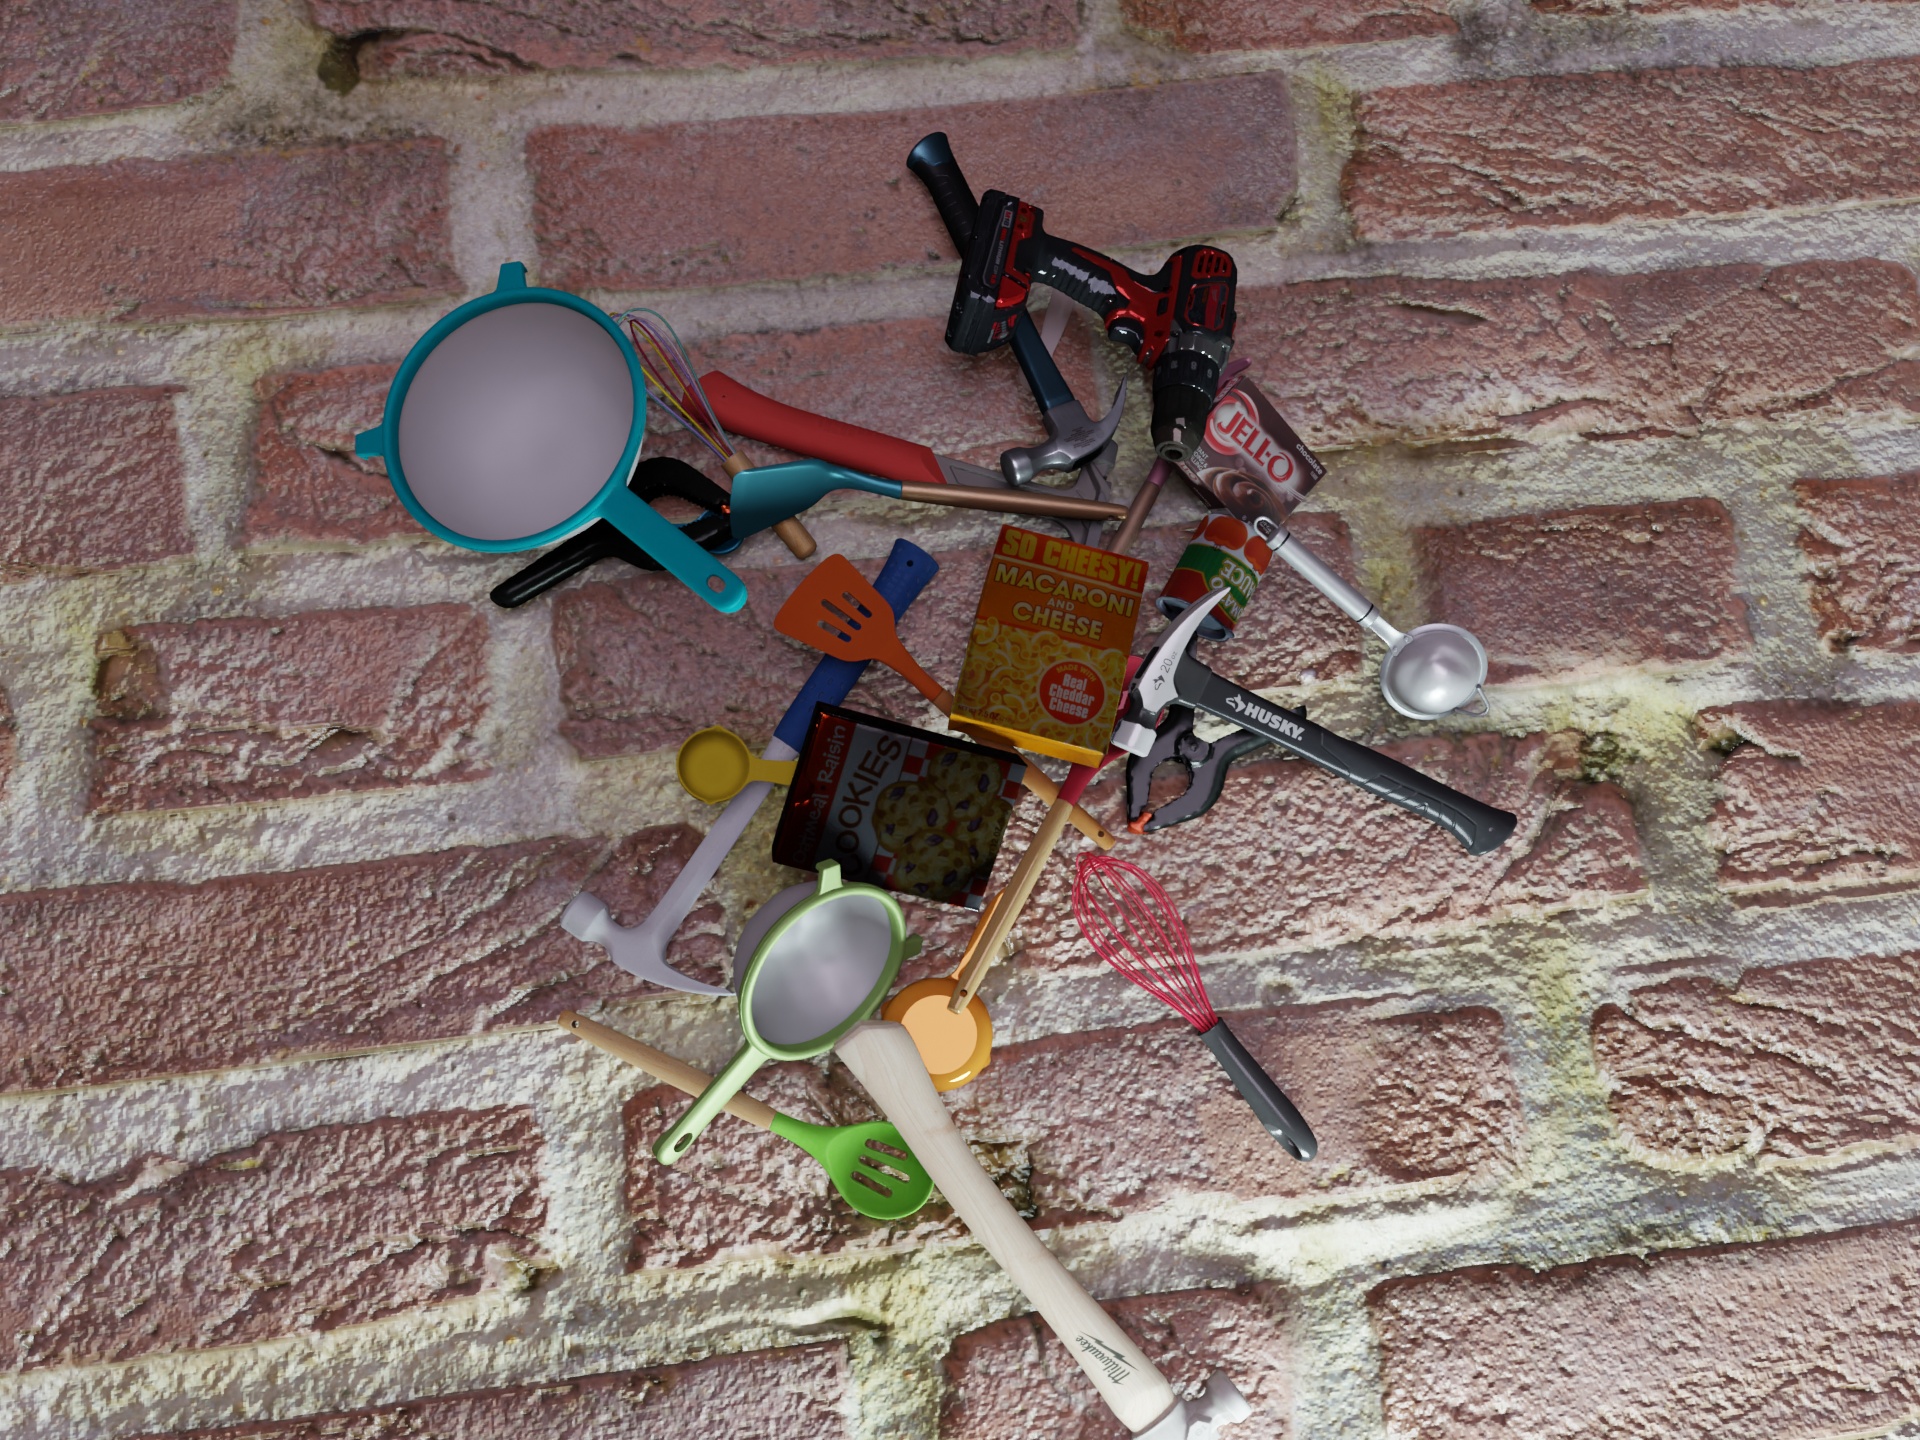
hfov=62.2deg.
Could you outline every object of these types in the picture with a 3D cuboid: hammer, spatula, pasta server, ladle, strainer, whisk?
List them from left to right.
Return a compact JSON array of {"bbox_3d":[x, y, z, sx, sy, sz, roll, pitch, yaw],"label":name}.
[{"bbox_3d":[-0.281,-0.181,1.217,0.340,0.095,0.211,39,87,14],"label":"strainer"},{"bbox_3d":[-0.197,-0.231,1.278,0.051,0.047,0.245,-41,103,-8],"label":"whisk"},{"bbox_3d":[-0.152,0.216,1.197,0.256,0.151,0.069,-49,49,-7],"label":"strainer"},{"bbox_3d":[-0.140,0.032,1.261,0.144,0.035,0.405,33,79,4],"label":"hammer"},{"bbox_3d":[-0.056,-0.207,1.311,0.359,0.036,0.149,16,79,-1],"label":"hammer"},{"bbox_3d":[-0.022,-0.171,1.264,0.317,0.082,0.044,4,57,-6],"label":"spatula"},{"bbox_3d":[-0.002,-0.004,1.259,0.322,0.041,0.081,41,77,-8],"label":"spatula"},{"bbox_3d":[0.034,-0.353,1.326,0.128,0.033,0.331,-20,74,-16],"label":"hammer"},{"bbox_3d":[0.036,0.396,1.172,0.146,0.038,0.410,-38,92,-8],"label":"hammer"},{"bbox_3d":[0.070,0.086,1.233,0.069,0.031,0.315,28,73,7],"label":"ladle"},{"bbox_3d":[0.150,-0.172,1.315,0.060,0.040,0.316,33,80,-21],"label":"pasta server"},{"bbox_3d":[0.181,0.222,1.232,0.073,0.073,0.296,-37,88,-9],"label":"whisk"},{"bbox_3d":[0.293,0.019,1.255,0.334,0.035,0.146,25,89,-10],"label":"hammer"},{"bbox_3d":[0.332,-0.077,1.276,0.258,0.050,0.087,39,111,-7],"label":"strainer"}]

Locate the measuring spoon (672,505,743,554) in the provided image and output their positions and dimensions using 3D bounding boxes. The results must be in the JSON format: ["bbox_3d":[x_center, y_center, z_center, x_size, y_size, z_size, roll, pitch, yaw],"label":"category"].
[{"bbox_3d":[-0.237,-0.149,1.303,0.128,0.021,0.042,-5,74,5],"label":"measuring spoon"}]

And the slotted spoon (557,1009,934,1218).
[{"bbox_3d":[-0.165,0.292,1.215,0.314,0.031,0.070,25,79,4],"label":"slotted spoon"}]

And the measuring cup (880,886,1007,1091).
[{"bbox_3d":[0.001,0.204,1.226,0.095,0.052,0.174,28,81,2],"label":"measuring cup"}]

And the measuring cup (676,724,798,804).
[{"bbox_3d":[-0.142,0.042,1.233,0.156,0.029,0.062,7,79,-13],"label":"measuring cup"}]

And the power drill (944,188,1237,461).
[{"bbox_3d":[0.107,-0.312,1.265,0.226,0.080,0.188,14,68,-6],"label":"power drill"}]

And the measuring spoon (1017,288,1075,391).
[{"bbox_3d":[0.080,-0.337,1.352,0.034,0.018,0.124,18,78,1],"label":"measuring spoon"}]
